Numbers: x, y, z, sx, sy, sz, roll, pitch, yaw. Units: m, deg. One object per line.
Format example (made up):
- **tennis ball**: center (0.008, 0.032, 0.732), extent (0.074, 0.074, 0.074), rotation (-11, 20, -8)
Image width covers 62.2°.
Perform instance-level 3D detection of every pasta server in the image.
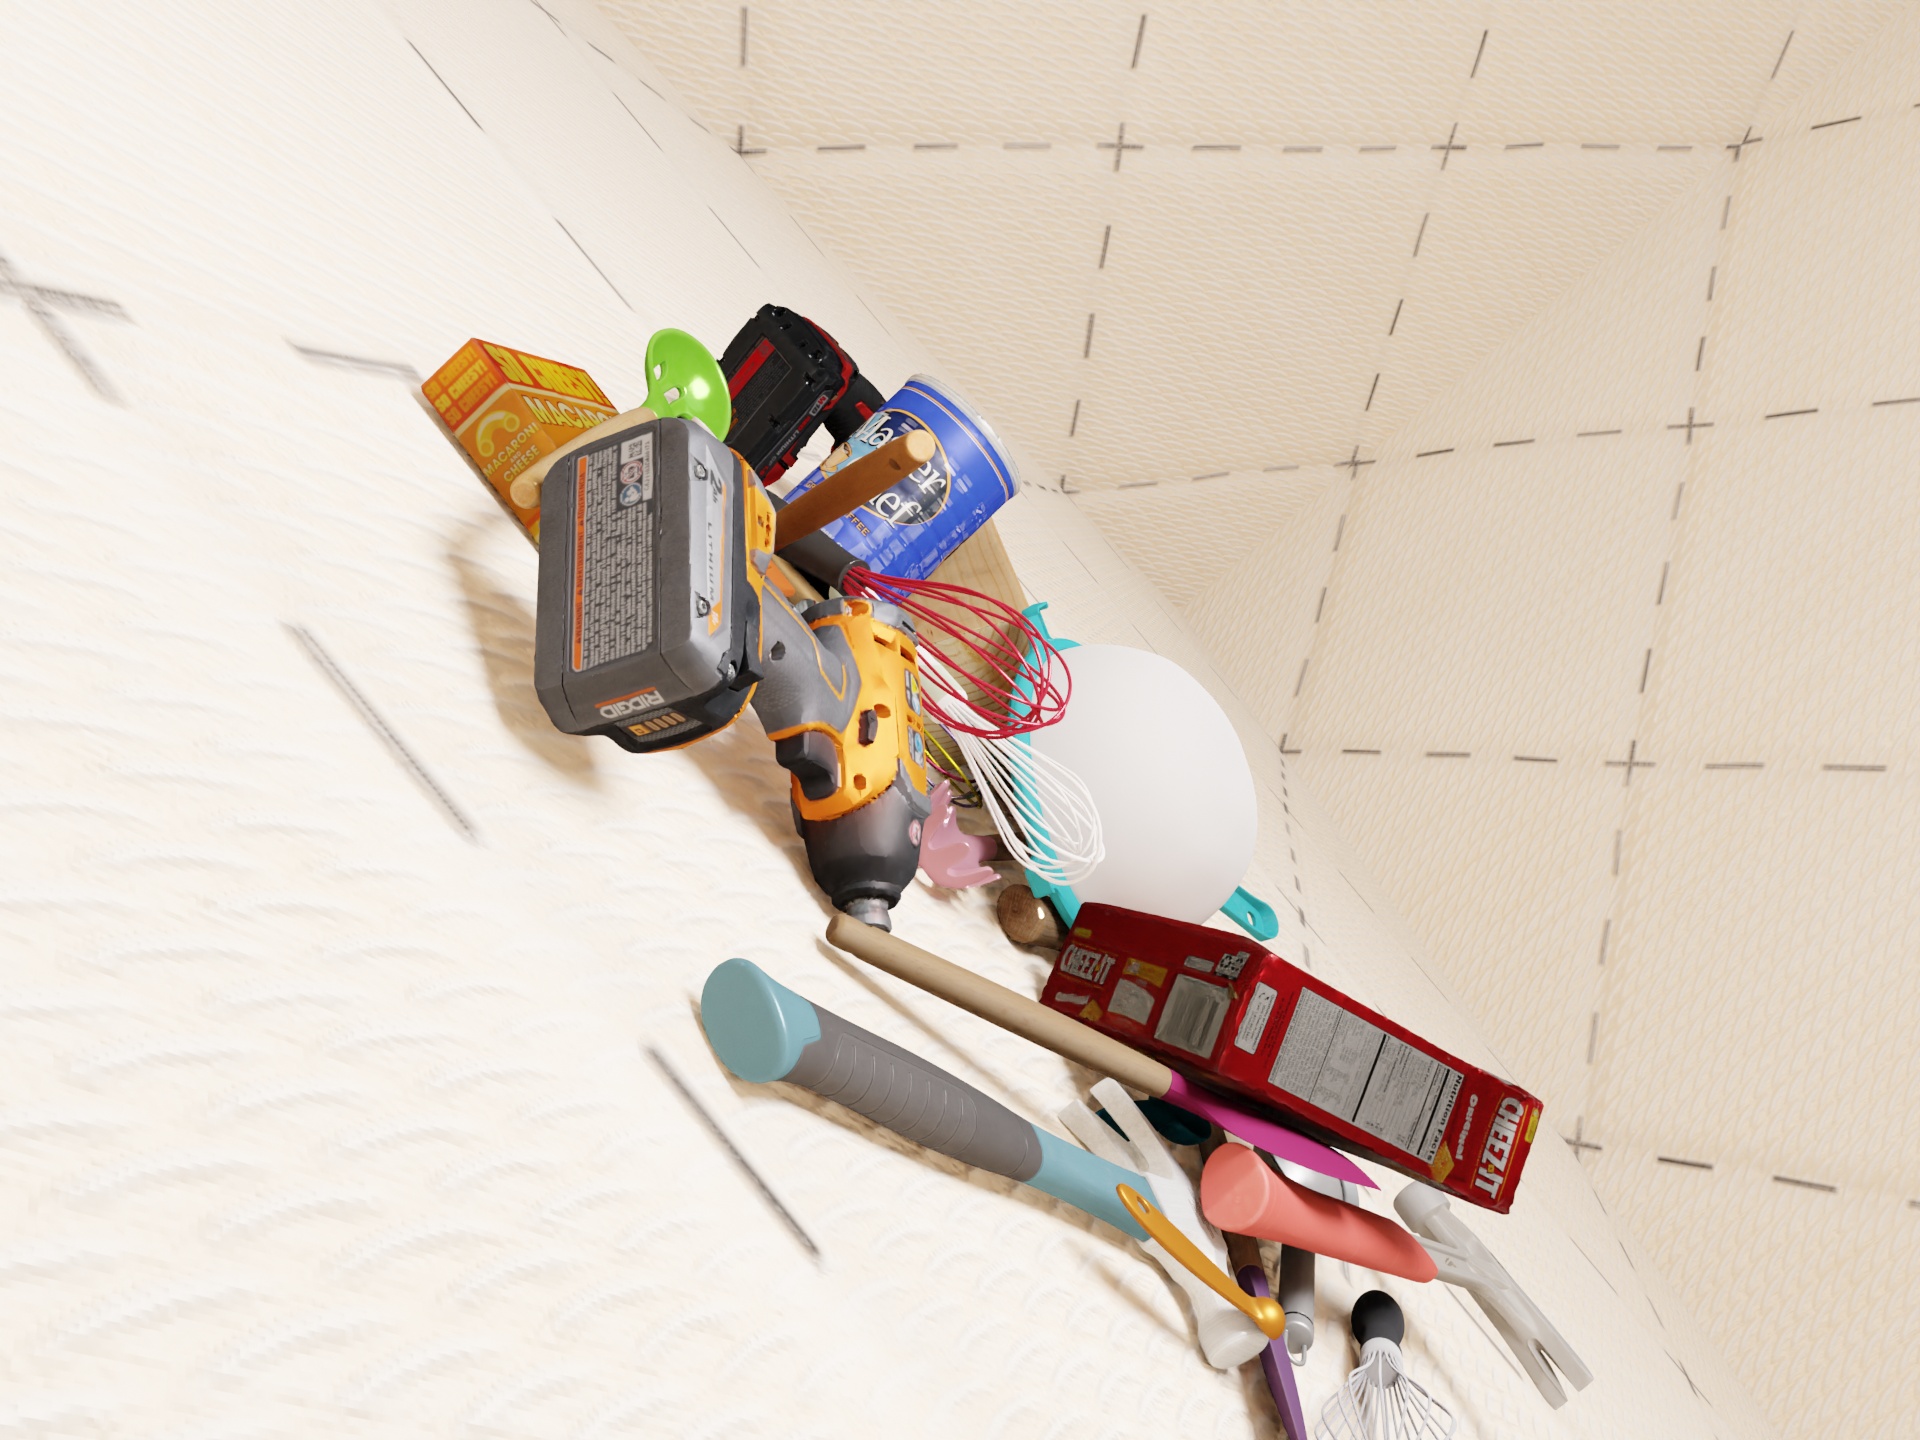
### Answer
- **pasta server**: center (0.029, 0.074, 0.970), extent (0.060, 0.040, 0.316), rotation (61, 13, 12)

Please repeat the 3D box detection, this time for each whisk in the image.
- **whisk**: center (-0.065, -0.041, 0.967), extent (0.245, 0.051, 0.047), rotation (48, 18, 7)
- **whisk**: center (-0.001, -0.003, 0.886), extent (0.057, 0.059, 0.247), rotation (-7, 46, -45)
- **whisk**: center (0.217, 0.340, 0.813), extent (0.070, 0.070, 0.284), rotation (53, 8, 12)
- **whisk**: center (-0.048, -0.070, 0.880), extent (0.296, 0.073, 0.073), rotation (36, 2, 38)

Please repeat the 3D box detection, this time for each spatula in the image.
- **spatula**: center (0.147, 0.275, 0.826), extent (0.316, 0.018, 0.059), rotation (-91, 165, -73)
- **spatula**: center (-0.071, -0.098, 0.736), extent (0.081, 0.041, 0.322), rotation (50, -19, -13)

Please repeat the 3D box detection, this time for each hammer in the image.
- **hammer**: center (0.232, 0.289, 0.855), extent (0.358, 0.036, 0.149), rotation (33, 16, -48)
- **hammer**: center (0.018, 0.173, 0.650), extent (0.330, 0.033, 0.128), rotation (38, 18, -43)
- **hammer**: center (0.108, 0.148, 1.039), extent (0.130, 0.031, 0.331), rotation (57, 15, 29)

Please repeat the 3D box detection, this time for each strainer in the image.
- **strainer**: center (0.190, 0.287, 0.904), extent (0.087, 0.050, 0.258), rotation (45, 18, 0)
- **strainer**: center (0.156, 0.067, 1.008), extent (0.340, 0.095, 0.211), rotation (37, 43, -45)

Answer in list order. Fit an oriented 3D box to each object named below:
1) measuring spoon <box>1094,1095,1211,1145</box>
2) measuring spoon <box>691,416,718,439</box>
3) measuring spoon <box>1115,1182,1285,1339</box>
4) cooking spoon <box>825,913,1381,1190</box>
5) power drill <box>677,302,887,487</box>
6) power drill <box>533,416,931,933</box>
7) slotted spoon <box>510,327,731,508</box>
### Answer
- **measuring spoon**: center (0.094, 0.215, 0.846), extent (0.128, 0.021, 0.042), rotation (11, 39, -57)
- **measuring spoon**: center (-0.129, -0.131, 0.861), extent (0.034, 0.018, 0.124), rotation (42, -7, 16)
- **measuring spoon**: center (0.106, 0.231, 0.684), extent (0.116, 0.011, 0.021), rotation (45, 15, -23)
- **cooking spoon**: center (0.074, 0.158, 0.735), extent (0.318, 0.017, 0.069), rotation (29, -6, -23)
- **power drill**: center (-0.091, -0.198, 1.138), extent (0.079, 0.143, 0.219), rotation (51, 18, 26)
- **power drill**: center (-0.080, -0.006, 0.671), extent (0.226, 0.084, 0.164), rotation (42, 37, -56)
- **slotted spoon**: center (-0.161, -0.142, 0.768), extent (0.314, 0.031, 0.070), rotation (-79, 146, -70)
